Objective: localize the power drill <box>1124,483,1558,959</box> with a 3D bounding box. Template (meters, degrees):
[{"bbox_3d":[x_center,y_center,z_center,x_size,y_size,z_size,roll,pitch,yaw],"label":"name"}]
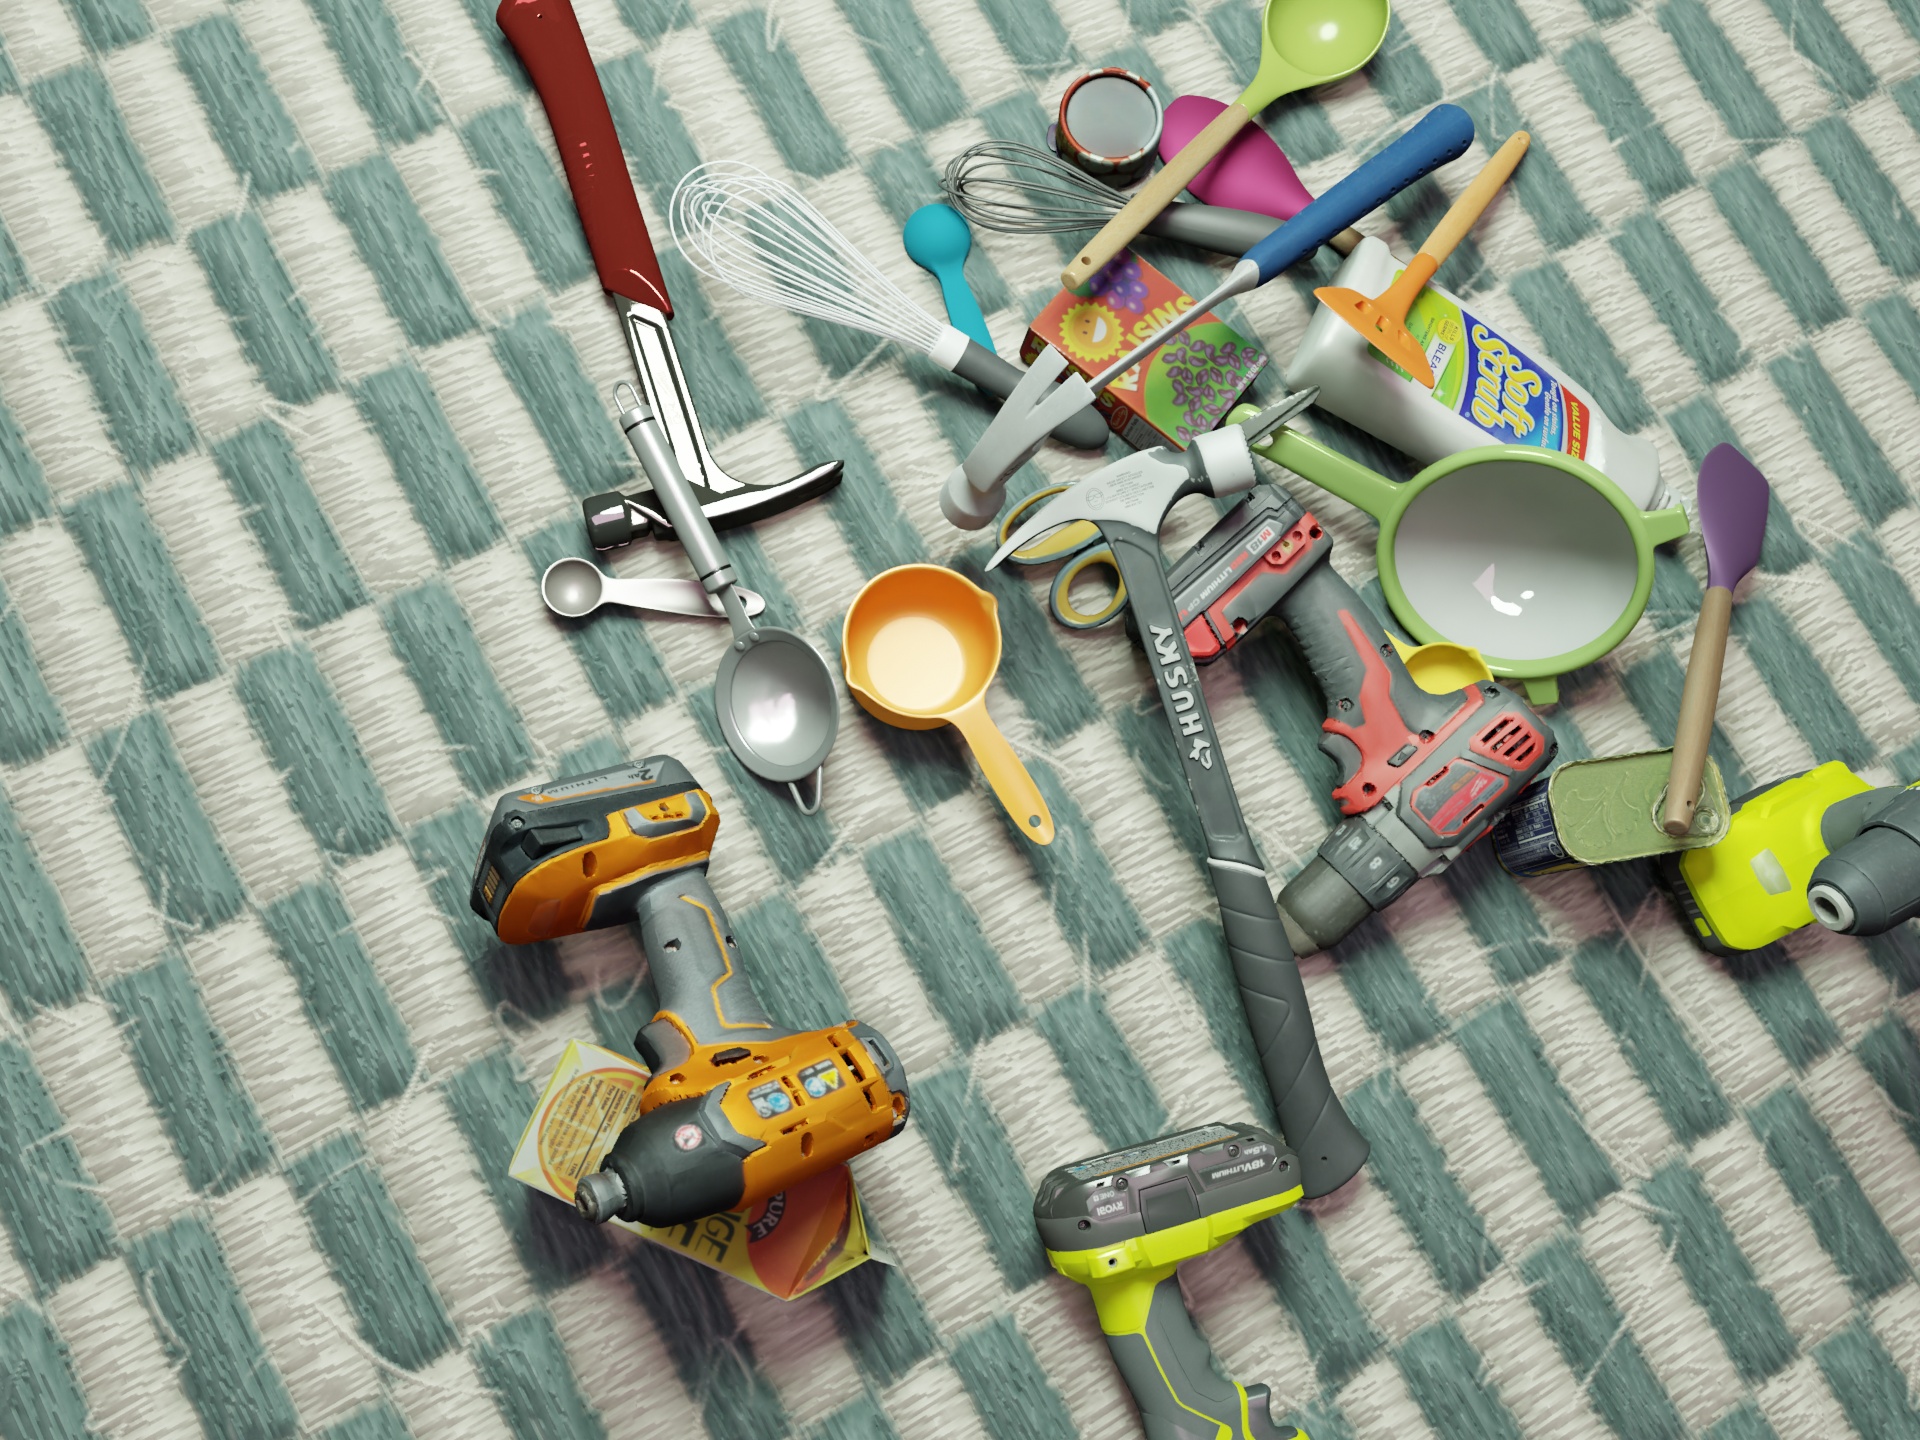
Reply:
[{"bbox_3d":[0.191,0.002,0.886,0.188,0.080,0.227,-44,87,4],"label":"power drill"}]

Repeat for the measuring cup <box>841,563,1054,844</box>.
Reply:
[{"bbox_3d":[-0.001,-0.003,0.884,0.095,0.052,0.174,-31,84,-13],"label":"measuring cup"}]

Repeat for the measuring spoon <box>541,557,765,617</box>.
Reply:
[{"bbox_3d":[-0.173,-0.069,0.898,0.124,0.018,0.034,5,76,-13],"label":"measuring spoon"}]

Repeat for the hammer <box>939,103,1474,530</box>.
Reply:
[{"bbox_3d":[0.157,-0.247,0.892,0.405,0.144,0.035,-39,88,-23],"label":"hammer"}]

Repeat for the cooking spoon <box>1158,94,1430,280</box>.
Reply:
[{"bbox_3d":[0.257,-0.293,1.000,0.319,0.017,0.069,37,75,3],"label":"cooking spoon"}]

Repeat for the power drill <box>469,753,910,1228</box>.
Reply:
[{"bbox_3d":[-0.147,0.132,0.763,0.164,0.084,0.227,-15,57,-41],"label":"power drill"}]

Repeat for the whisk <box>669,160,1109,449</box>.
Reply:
[{"bbox_3d":[-0.034,-0.232,0.914,0.284,0.070,0.070,27,75,-14],"label":"whisk"}]

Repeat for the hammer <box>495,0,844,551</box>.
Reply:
[{"bbox_3d":[-0.189,-0.280,0.931,0.149,0.036,0.359,-17,80,-11],"label":"hammer"}]

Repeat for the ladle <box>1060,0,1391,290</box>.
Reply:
[{"bbox_3d":[0.158,-0.359,0.954,0.078,0.062,0.320,39,64,6],"label":"ladle"}]

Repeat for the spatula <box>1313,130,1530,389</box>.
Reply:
[{"bbox_3d":[0.287,-0.284,0.933,0.081,0.041,0.323,39,53,0],"label":"spatula"}]

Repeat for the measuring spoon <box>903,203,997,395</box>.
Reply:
[{"bbox_3d":[0.001,-0.256,0.956,0.042,0.021,0.129,-17,79,-11],"label":"measuring spoon"}]

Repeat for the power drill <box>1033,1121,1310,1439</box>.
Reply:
[{"bbox_3d":[0.135,0.329,0.813,0.171,0.080,0.223,-13,83,-9],"label":"power drill"}]

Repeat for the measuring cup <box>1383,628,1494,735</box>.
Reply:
[{"bbox_3d":[0.242,-0.044,0.941,0.156,0.029,0.062,37,85,14],"label":"measuring cup"}]

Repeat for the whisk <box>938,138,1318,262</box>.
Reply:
[{"bbox_3d":[0.104,-0.309,0.970,0.239,0.055,0.055,9,76,-8],"label":"whisk"}]

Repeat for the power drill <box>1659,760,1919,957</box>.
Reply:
[{"bbox_3d":[0.476,0.067,0.835,0.190,0.228,0.080,-25,81,-12],"label":"power drill"}]

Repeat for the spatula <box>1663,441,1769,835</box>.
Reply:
[{"bbox_3d":[0.431,-0.056,0.913,0.059,0.018,0.316,38,53,-12],"label":"spatula"}]

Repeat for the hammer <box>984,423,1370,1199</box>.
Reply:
[{"bbox_3d":[0.136,0.061,0.845,0.149,0.036,0.409,-17,95,9],"label":"hammer"}]

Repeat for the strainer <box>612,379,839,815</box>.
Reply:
[{"bbox_3d":[-0.126,-0.071,0.870,0.050,0.087,0.258,-30,93,-57],"label":"strainer"}]

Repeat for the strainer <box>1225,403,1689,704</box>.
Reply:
[{"bbox_3d":[0.277,-0.128,0.927,0.256,0.151,0.069,30,44,9],"label":"strainer"}]
